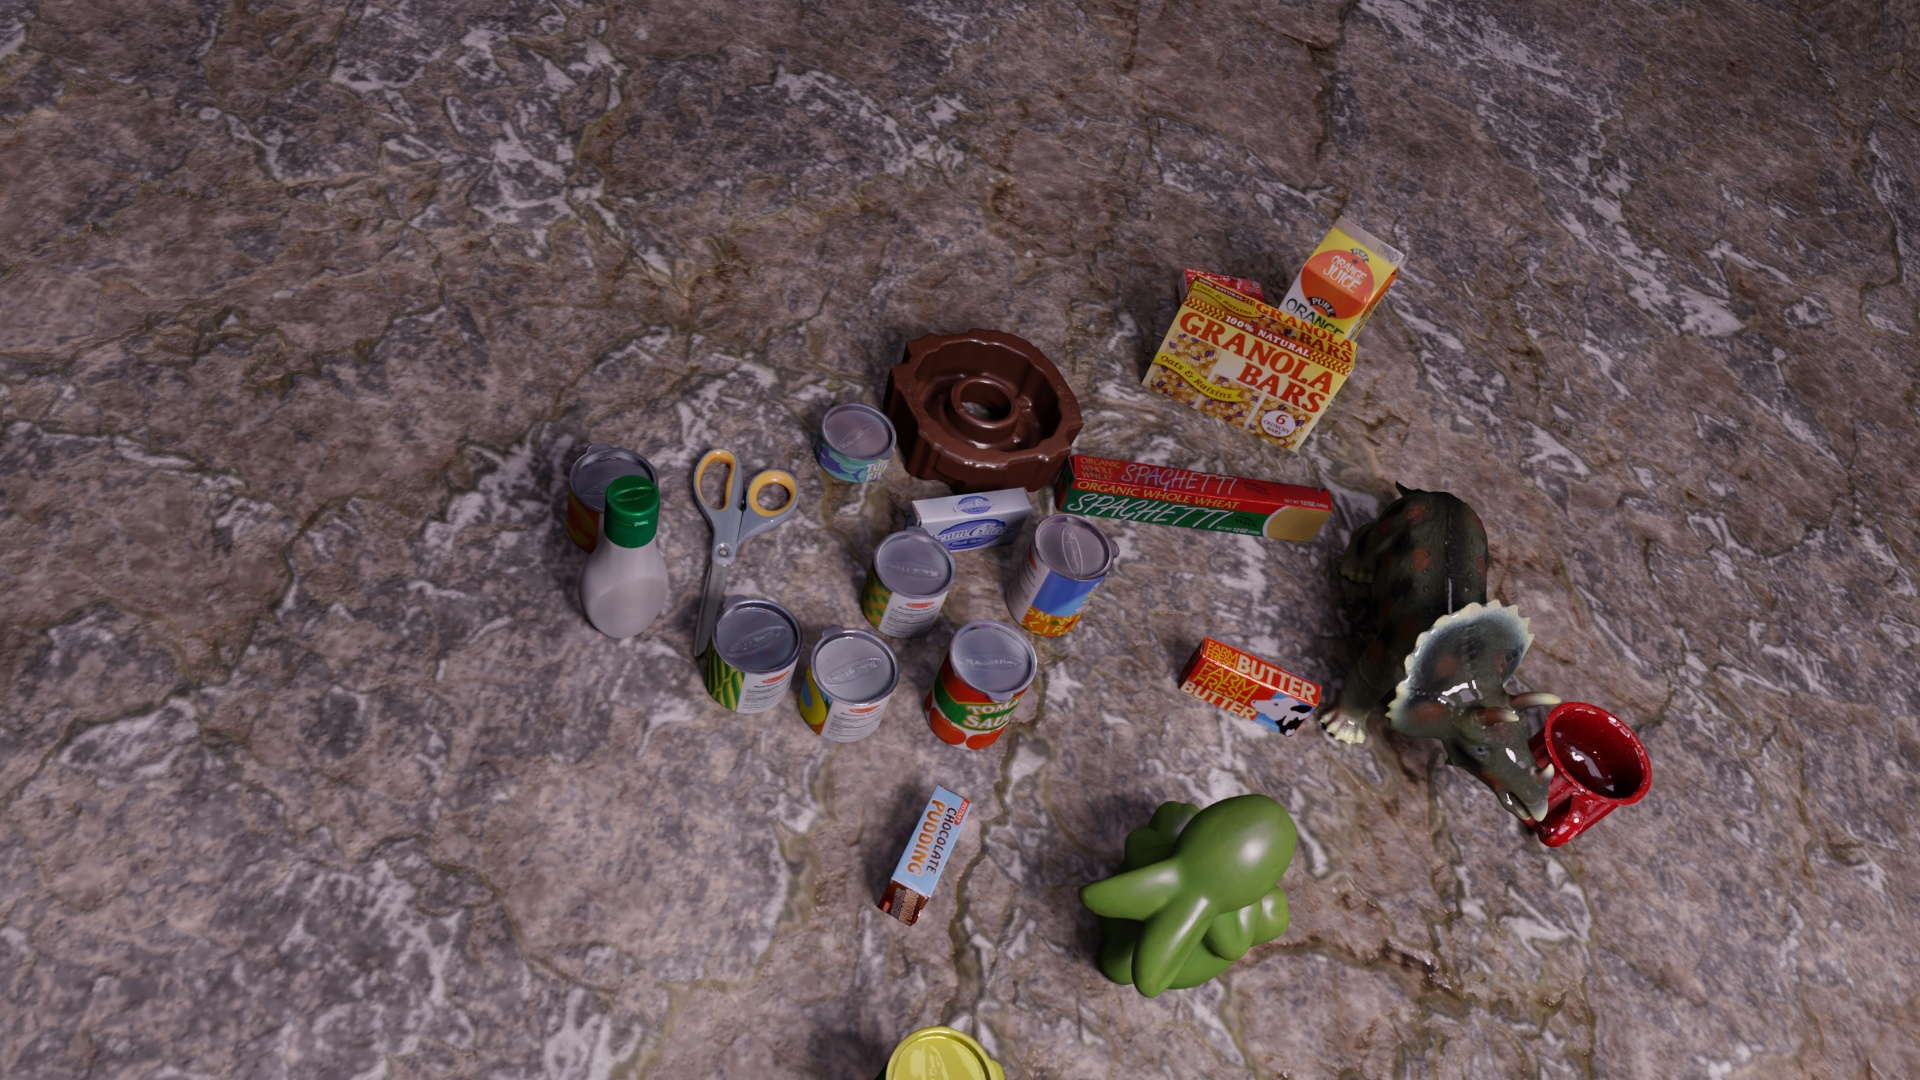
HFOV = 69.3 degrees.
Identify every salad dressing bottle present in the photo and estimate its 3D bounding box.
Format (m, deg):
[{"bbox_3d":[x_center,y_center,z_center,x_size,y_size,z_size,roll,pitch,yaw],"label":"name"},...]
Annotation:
[{"bbox_3d":[-0.238,0.013,0.993,0.064,0.146,0.044,-13,58,-27],"label":"salad dressing bottle"}]

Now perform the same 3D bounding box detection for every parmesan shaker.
[{"bbox_3d":[-0.021,0.341,0.833,0.071,0.102,0.072,9,51,-11],"label":"parmesan shaker"}]

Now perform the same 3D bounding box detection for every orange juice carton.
[{"bbox_3d":[0.354,-0.223,1.348,0.072,0.191,0.073,38,51,13],"label":"orange juice carton"}]

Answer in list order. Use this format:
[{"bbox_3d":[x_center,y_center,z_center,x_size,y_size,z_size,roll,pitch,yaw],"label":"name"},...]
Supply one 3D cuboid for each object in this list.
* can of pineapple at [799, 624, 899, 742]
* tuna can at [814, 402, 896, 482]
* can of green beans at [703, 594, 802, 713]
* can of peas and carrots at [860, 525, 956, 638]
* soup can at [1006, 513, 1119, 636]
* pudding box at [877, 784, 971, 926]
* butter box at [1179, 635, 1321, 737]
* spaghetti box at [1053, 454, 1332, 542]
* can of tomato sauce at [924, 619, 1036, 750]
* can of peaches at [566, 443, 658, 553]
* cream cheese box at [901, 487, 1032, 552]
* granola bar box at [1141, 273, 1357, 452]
[{"bbox_3d":[-0.083,0.106,1.029,0.071,0.057,0.071,9,51,-11],"label":"can of pineapple"},{"bbox_3d":[-0.089,-0.082,1.194,0.071,0.032,0.071,9,51,-11],"label":"tuna can"},{"bbox_3d":[-0.153,0.085,1.022,0.071,0.057,0.071,9,51,-11],"label":"can of green beans"},{"bbox_3d":[-0.042,0.033,1.100,0.071,0.058,0.071,9,51,-11],"label":"can of peas and carrots"},{"bbox_3d":[0.082,0.029,1.128,0.071,0.083,0.072,9,51,-11],"label":"soup can"},{"bbox_3d":[-0.024,0.218,0.965,0.030,0.049,0.084,26,49,3],"label":"pudding box"},{"bbox_3d":[0.234,0.119,1.127,0.103,0.052,0.024,24,49,1],"label":"butter box"},{"bbox_3d":[0.209,-0.036,1.244,0.250,0.049,0.029,7,51,-13],"label":"spaghetti box"},{"bbox_3d":[0.014,0.111,1.041,0.071,0.082,0.071,9,51,-11],"label":"can of tomato sauce"},{"bbox_3d":[-0.271,-0.031,1.076,0.071,0.057,0.071,9,51,-11],"label":"can of peaches"},{"bbox_3d":[0.004,-0.015,1.157,0.104,0.053,0.024,-8,56,-24],"label":"cream cheese box"},{"bbox_3d":[0.273,-0.167,1.321,0.165,0.123,0.039,24,49,1],"label":"granola bar box"}]
